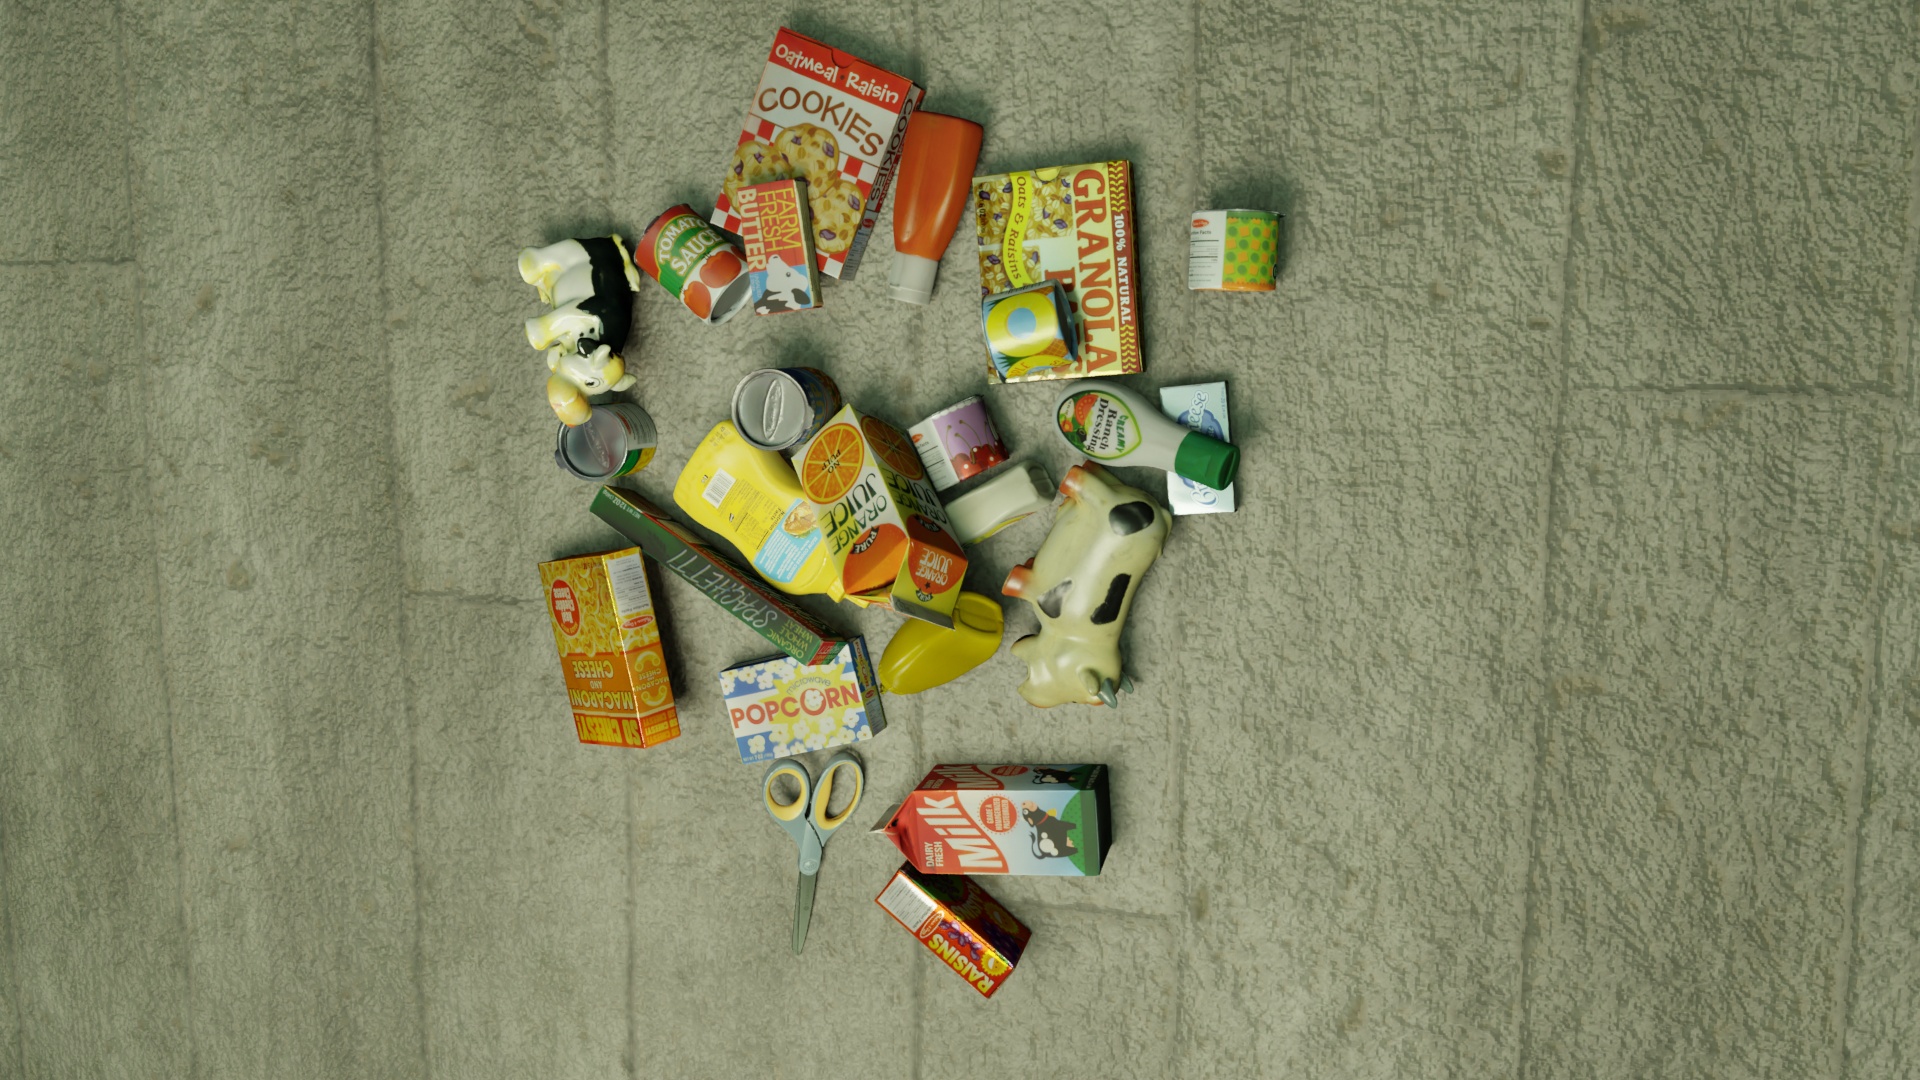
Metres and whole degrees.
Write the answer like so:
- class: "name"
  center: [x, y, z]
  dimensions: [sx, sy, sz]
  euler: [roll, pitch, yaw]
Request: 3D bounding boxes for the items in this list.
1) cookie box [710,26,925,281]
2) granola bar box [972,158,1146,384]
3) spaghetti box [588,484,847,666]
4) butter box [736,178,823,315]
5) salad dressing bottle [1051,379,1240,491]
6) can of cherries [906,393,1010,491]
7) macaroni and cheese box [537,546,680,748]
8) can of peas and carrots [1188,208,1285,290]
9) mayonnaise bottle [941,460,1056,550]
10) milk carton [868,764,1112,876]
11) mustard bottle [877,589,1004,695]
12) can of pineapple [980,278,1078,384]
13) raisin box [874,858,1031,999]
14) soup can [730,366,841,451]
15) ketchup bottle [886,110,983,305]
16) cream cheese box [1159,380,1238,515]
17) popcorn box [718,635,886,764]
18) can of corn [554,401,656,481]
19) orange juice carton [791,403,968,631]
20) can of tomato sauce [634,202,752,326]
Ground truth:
- class: "cookie box"
  center: [-0.117, -0.313, 1.131]
  dimensions: [0.123, 0.040, 0.167]
  euler: [25, 103, 11]
- class: "granola bar box"
  center: [0.079, -0.209, 1.095]
  dimensions: [0.124, 0.039, 0.165]
  euler: [-3, 97, 15]
- class: "spaghetti box"
  center: [-0.207, 0.028, 1.173]
  dimensions: [0.250, 0.050, 0.028]
  euler: [33, 97, 17]
- class: "butter box"
  center: [-0.145, -0.235, 1.116]
  dimensions: [0.053, 0.024, 0.103]
  euler: [-6, 98, 16]
- class: "salad dressing bottle"
  center: [0.142, -0.080, 1.071]
  dimensions: [0.148, 0.044, 0.064]
  euler: [24, 110, 30]
- class: "can of cherries"
  center: [0.001, -0.079, 1.120]
  dimensions: [0.071, 0.071, 0.058]
  euler: [-26, 91, 16]
- class: "macaroni and cheese box"
  center: [-0.304, 0.093, 1.204]
  dimensions: [0.123, 0.040, 0.166]
  euler: [-6, 98, 48]
- class: "can of peas and carrots"
  center: [0.209, -0.218, 1.048]
  dimensions: [0.071, 0.071, 0.058]
  euler: [4, 99, 14]
- class: "mayonnaise bottle"
  center: [0.004, -0.014, 1.130]
  dimensions: [0.148, 0.065, 0.041]
  euler: [-30, 85, 20]
- class: "milk carton"
  center: [0.025, 0.230, 1.149]
  dimensions: [0.190, 0.072, 0.073]
  euler: [-2, 97, 15]
- class: "mustard bottle"
  center: [-0.028, 0.092, 1.139]
  dimensions: [0.065, 0.049, 0.159]
  euler: [20, 144, -27]
- class: "can of pineapple"
  center: [0.053, -0.158, 1.053]
  dimensions: [0.058, 0.071, 0.071]
  euler: [-12, 94, 16]
- class: "raisin box"
  center: [-0.004, 0.314, 1.161]
  dimensions: [0.123, 0.086, 0.040]
  euler: [40, 101, 6]
- class: "soup can"
  center: [-0.139, -0.109, 1.141]
  dimensions: [0.071, 0.084, 0.071]
  euler: [2, 98, 14]
- class: "ketchup bottle"
  center: [-0.027, -0.264, 1.110]
  dimensions: [0.065, 0.043, 0.148]
  euler: [23, 105, 39]
- class: "cream cheese box"
  center: [0.187, -0.072, 1.093]
  dimensions: [0.053, 0.024, 0.103]
  euler: [-4, 96, 16]
- class: "popcorn box"
  center: [-0.137, 0.138, 1.196]
  dimensions: [0.126, 0.038, 0.085]
  euler: [-14, 92, 16]
- class: "can of corn"
  center: [-0.307, -0.085, 1.200]
  dimensions: [0.071, 0.058, 0.071]
  euler: [2, 98, 14]
- class: "orange juice carton"
  center: [-0.059, -0.010, 1.088]
  dimensions: [0.073, 0.072, 0.193]
  euler: [-42, 51, 21]
- class: "can of tomato sauce"
  center: [-0.217, -0.229, 1.153]
  dimensions: [0.083, 0.071, 0.071]
  euler: [41, 105, 5]
